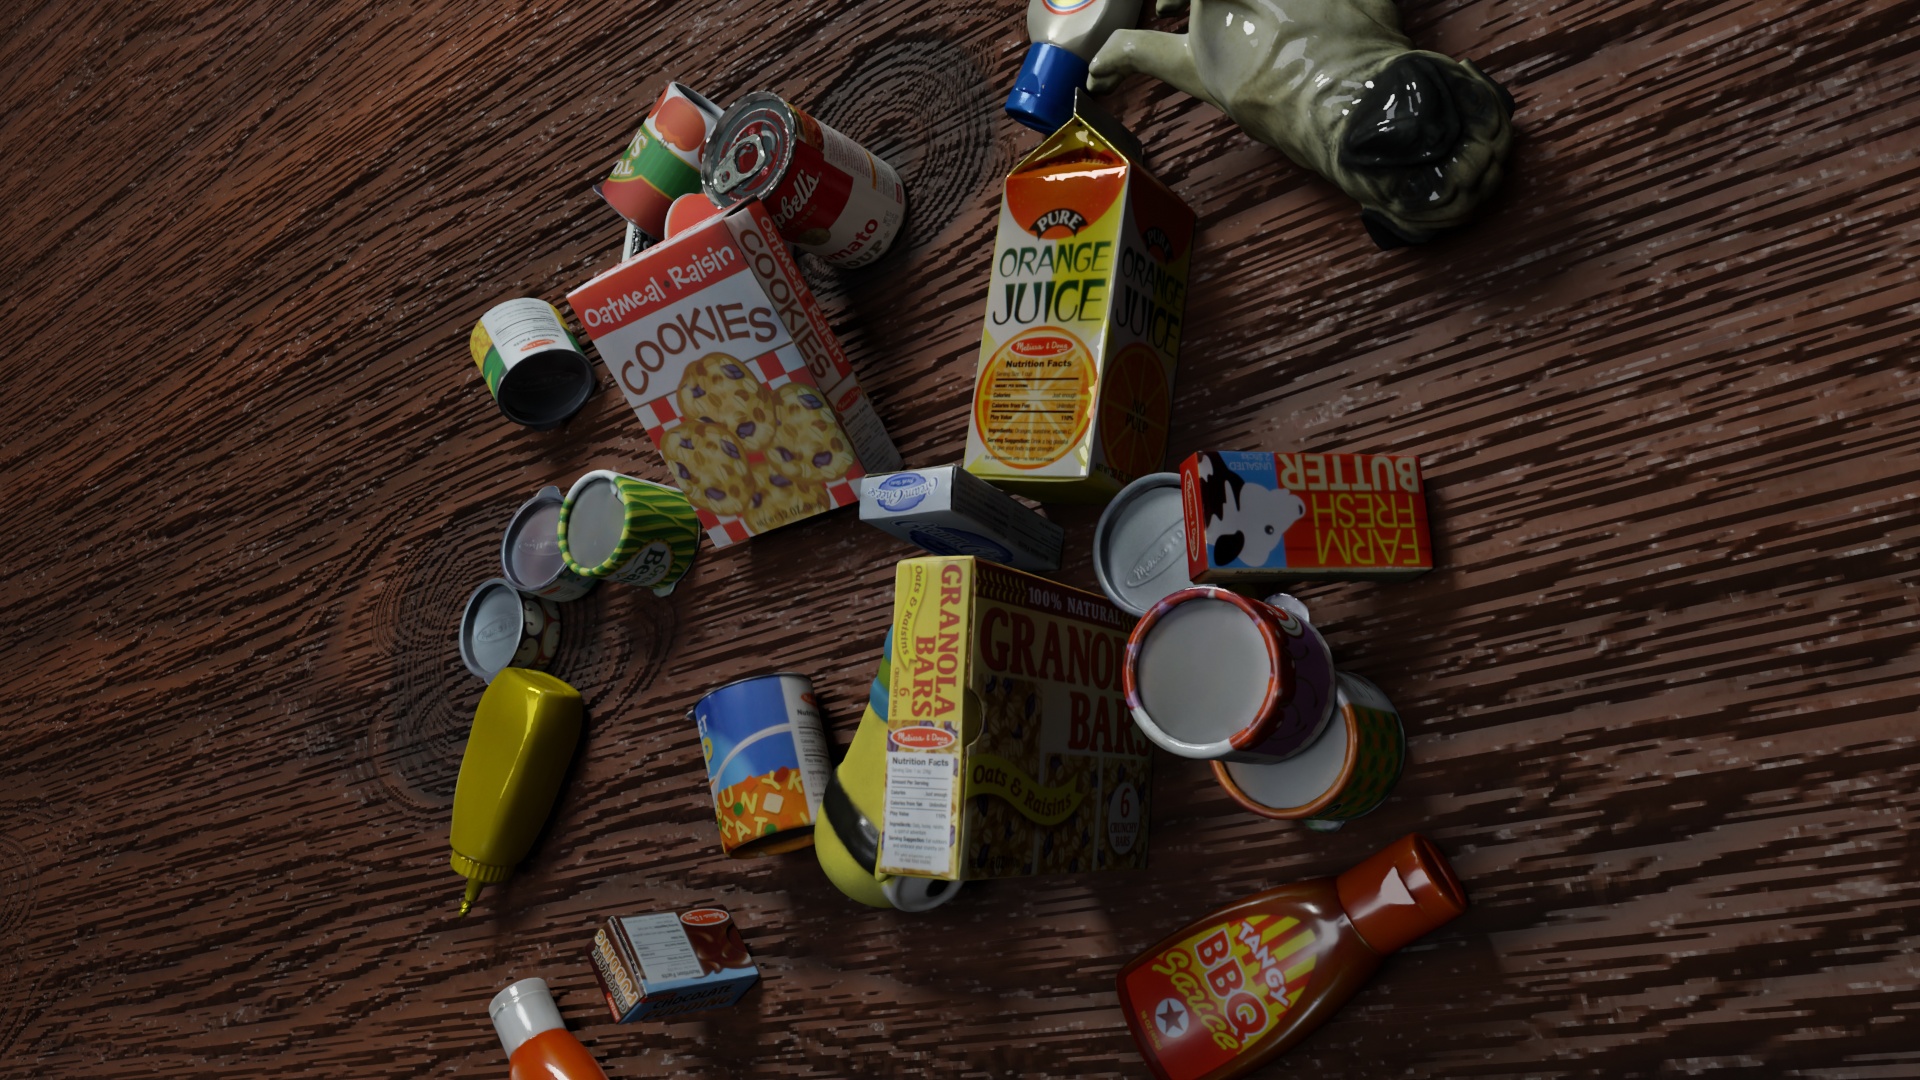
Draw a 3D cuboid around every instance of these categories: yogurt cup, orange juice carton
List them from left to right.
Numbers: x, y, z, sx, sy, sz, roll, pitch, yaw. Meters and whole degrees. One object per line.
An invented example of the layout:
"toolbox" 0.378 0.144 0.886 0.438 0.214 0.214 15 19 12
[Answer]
"yogurt cup" -0.137 -0.181 0.840 0.054 0.072 0.072 -7 76 26
"orange juice carton" 0.061 -0.117 0.678 0.073 0.072 0.193 4 82 36

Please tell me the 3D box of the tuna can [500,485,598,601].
"tuna can" -0.262 0.003 0.902 0.071 0.033 0.071 -10 69 26

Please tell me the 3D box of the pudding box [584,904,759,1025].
"pudding box" -0.155 0.228 0.751 0.030 0.084 0.050 -49 58 21

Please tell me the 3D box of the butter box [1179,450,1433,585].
"butter box" 0.145 -0.009 0.585 0.024 0.104 0.053 130 138 -71

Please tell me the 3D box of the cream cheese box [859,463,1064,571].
"cream cheese box" 0.002 -0.008 0.677 0.053 0.103 0.024 -6 70 33

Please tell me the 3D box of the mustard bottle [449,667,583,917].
"mustard bottle" -0.290 0.163 0.883 0.065 0.049 0.160 22 94 36

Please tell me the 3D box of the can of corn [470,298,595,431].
"can of corn" -0.288 -0.118 0.933 0.071 0.071 0.058 -48 57 18

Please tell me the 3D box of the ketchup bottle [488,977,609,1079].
"ketchup bottle" -0.232 0.327 0.809 0.064 0.043 0.149 -49 57 16

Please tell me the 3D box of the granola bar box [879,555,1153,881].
"granola bar box" 0.032 0.080 0.599 0.039 0.165 0.124 -4 78 33

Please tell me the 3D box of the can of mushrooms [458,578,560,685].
"can of mushrooms" -0.298 0.062 0.920 0.071 0.033 0.071 -8 75 33

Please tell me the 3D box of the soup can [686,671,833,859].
"soup can" -0.106 0.123 0.748 0.071 0.071 0.084 -28 65 28

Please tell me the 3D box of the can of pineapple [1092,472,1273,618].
"can of pineapple" 0.103 0.009 0.630 0.071 0.058 0.071 -8 76 34

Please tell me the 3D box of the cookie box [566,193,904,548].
"cookie box" -0.124 -0.089 0.766 0.122 0.040 0.167 -17 111 32

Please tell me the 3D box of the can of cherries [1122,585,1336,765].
"can of cherries" 0.106 0.051 0.544 0.071 0.058 0.071 -9 75 34

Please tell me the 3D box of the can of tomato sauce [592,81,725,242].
"can of tomato sauce" -0.179 -0.237 0.877 0.083 0.071 0.071 -52 56 15

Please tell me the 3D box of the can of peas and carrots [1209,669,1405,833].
"can of peas and carrots" 0.144 0.087 0.584 0.071 0.059 0.071 -8 75 35

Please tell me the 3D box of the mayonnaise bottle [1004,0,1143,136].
"mayonnaise bottle" 0.069 -0.288 0.729 0.065 0.041 0.148 26 95 35

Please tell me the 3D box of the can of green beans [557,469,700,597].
"can of green beans" -0.204 -0.006 0.852 0.071 0.058 0.071 -8 76 34

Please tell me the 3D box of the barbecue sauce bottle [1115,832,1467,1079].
"barbecue sauce bottle" 0.138 0.174 0.579 0.148 0.043 0.065 -39 59 22
